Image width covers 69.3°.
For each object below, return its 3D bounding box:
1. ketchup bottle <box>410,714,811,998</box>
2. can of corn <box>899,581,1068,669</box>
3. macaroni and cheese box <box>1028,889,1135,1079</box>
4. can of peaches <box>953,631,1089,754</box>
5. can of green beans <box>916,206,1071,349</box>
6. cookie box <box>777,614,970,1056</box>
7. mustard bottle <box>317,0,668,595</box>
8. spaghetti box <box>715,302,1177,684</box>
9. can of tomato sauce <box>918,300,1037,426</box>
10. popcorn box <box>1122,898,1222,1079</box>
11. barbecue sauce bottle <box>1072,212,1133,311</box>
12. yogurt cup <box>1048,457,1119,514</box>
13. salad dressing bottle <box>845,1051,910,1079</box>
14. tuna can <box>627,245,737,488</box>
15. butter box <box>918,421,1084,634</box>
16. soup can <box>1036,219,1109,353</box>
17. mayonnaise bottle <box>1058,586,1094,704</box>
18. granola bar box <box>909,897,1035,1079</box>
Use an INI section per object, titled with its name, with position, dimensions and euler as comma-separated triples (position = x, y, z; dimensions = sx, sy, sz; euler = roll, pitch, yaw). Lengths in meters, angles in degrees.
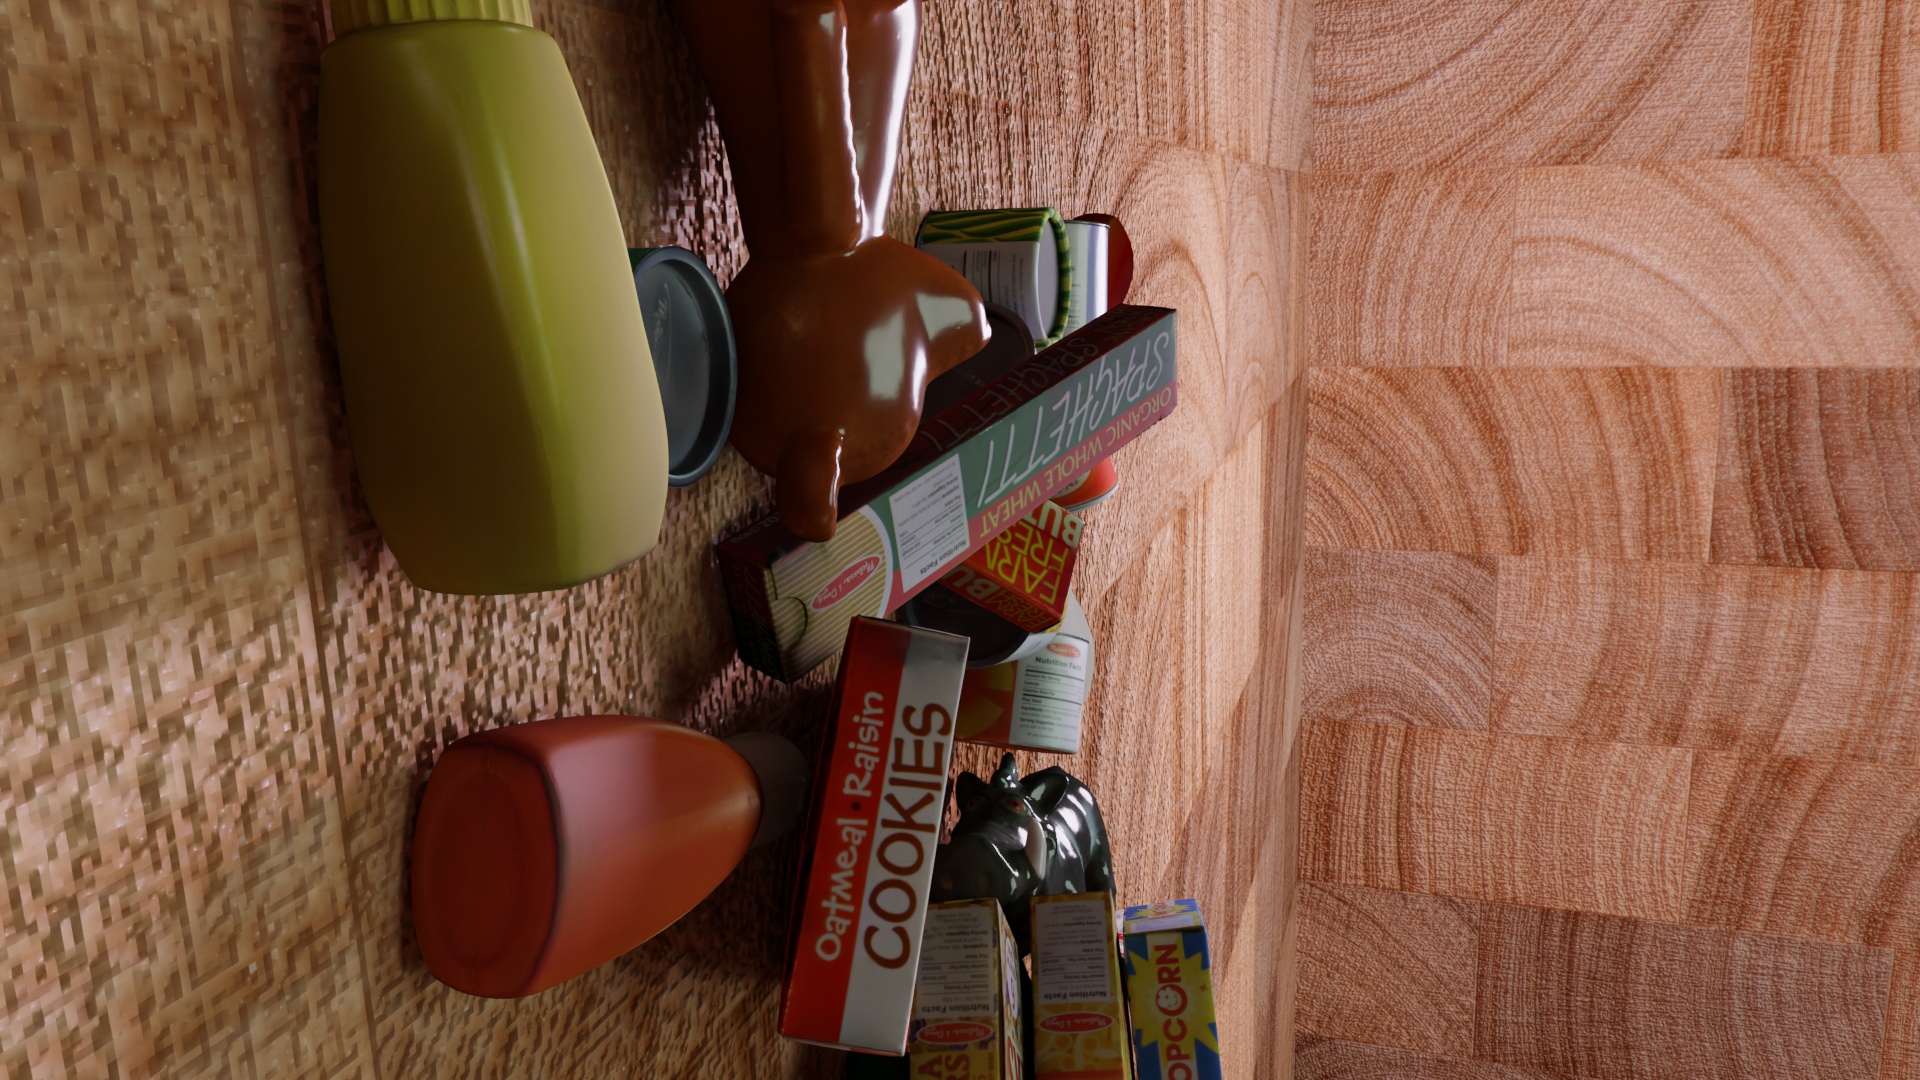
[ketchup bottle]
position = -0.088, 0.079, 0.393
dimensions = 0.149, 0.043, 0.064
euler = 7, 87, -71
[can of corn]
position = 0.012, 0.023, 0.645
dimensions = 0.058, 0.071, 0.071
euler = 7, 86, -72
[macaroni and cheese box]
position = 0.057, 0.258, 0.603
dimensions = 0.123, 0.040, 0.167
euler = 77, 10, -45
[can of peaches]
position = 0.028, 0.076, 0.703
dimensions = 0.071, 0.071, 0.058
euler = 34, 60, -68
[can of green beans]
position = 0.017, -0.123, 0.653
dimensions = 0.071, 0.058, 0.071
euler = 1, 91, -71
[cookie box]
position = -0.031, 0.101, 0.481
dimensions = 0.167, 0.040, 0.123
euler = 109, -10, -76
[mustard bottle]
position = -0.105, -0.069, 0.300
dimensions = 0.049, 0.065, 0.159
euler = -30, 117, -63
[spaghetti box]
position = 0.009, -0.029, 0.544
dimensions = 0.251, 0.029, 0.050
euler = -35, 131, -40
[can of tomato sauce]
position = 0.009, -0.056, 0.629
dimensions = 0.083, 0.071, 0.071
euler = 59, 38, -59
[popcorn box]
position = 0.099, 0.235, 0.636
dimensions = 0.085, 0.038, 0.127
euler = 42, 42, -80
[barbecue sauce bottle]
position = 0.067, -0.137, 0.822
dimensions = 0.149, 0.043, 0.064
euler = -64, 150, -49
[yogurt cup]
position = 0.047, -0.048, 0.745
dimensions = 0.073, 0.072, 0.053
euler = -51, 132, -60
[salad dressing bottle]
position = -0.039, 0.284, 0.561
dimensions = 0.064, 0.044, 0.148
euler = 71, 26, -62
[tuna can]
position = -0.092, -0.048, 0.382
dimensions = 0.071, 0.033, 0.071
euler = 1, 91, -71
[butter box]
position = 0.002, -0.007, 0.580
dimensions = 0.103, 0.024, 0.053
euler = 30, 55, -19
[soup can]
position = 0.044, -0.121, 0.721
dimensions = 0.071, 0.071, 0.083
euler = -20, 112, -70
[mayonnaise bottle]
position = 0.041, 0.041, 0.772
dimensions = 0.147, 0.041, 0.065
euler = 61, 32, -55
[granola bar box]
position = 0.012, 0.241, 0.591
dimensions = 0.164, 0.039, 0.125
euler = 74, 13, -54
